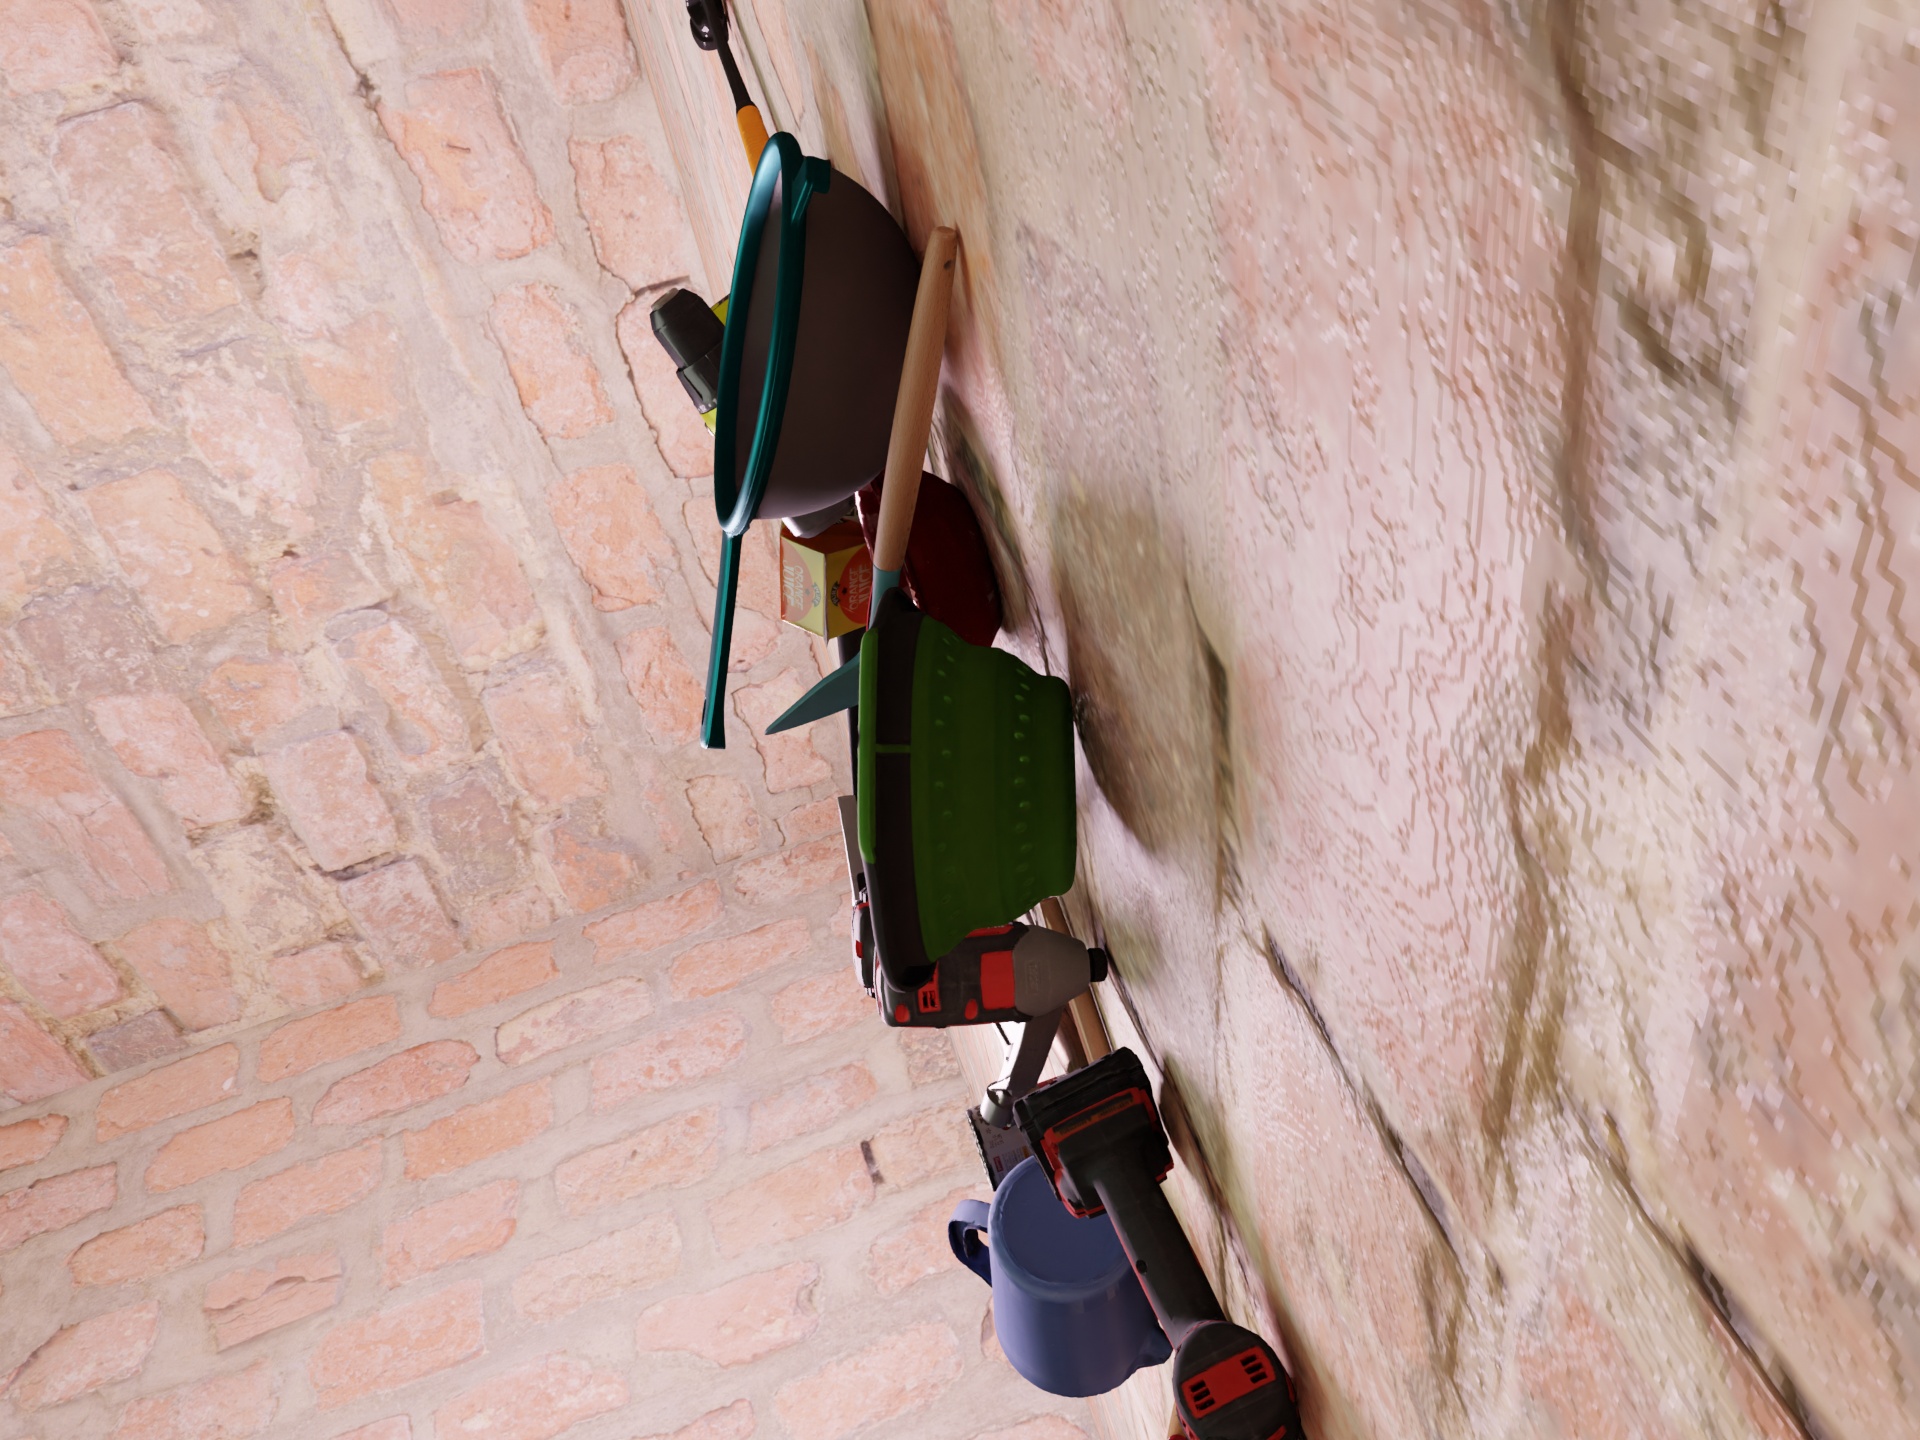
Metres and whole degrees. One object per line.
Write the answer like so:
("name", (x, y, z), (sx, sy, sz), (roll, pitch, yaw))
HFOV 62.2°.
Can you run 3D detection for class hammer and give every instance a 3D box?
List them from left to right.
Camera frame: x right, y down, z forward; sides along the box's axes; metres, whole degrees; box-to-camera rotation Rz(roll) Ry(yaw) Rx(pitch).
("hammer", (-0.155, -0.445, 1.231), (0.127, 0.034, 0.337), (96, 155, -77))
("hammer", (-0.082, -0.021, 1.264), (0.146, 0.035, 0.335), (89, 175, -58))
("hammer", (-0.007, 0.157, 1.303), (0.359, 0.036, 0.149), (-124, 44, -54))
("hammer", (0.062, 0.221, 1.287), (0.331, 0.031, 0.130), (-132, 24, -73))

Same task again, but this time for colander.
("colander", (0.019, 0.053, 0.883), (0.397, 0.094, 0.205), (68, -159, -75))

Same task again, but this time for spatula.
("spatula", (-0.042, -0.108, 0.825), (0.044, 0.082, 0.317), (44, 138, 32))
("spatula", (0.109, 0.272, 1.086), (0.060, 0.018, 0.316), (-15, -93, -76))

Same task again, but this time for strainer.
("strainer", (-0.082, -0.141, 0.880), (0.211, 0.095, 0.340), (-124, 42, -66))

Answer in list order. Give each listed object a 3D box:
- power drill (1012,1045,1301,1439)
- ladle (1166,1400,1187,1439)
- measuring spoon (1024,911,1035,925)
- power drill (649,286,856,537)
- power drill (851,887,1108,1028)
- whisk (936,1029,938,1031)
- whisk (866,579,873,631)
("power drill", (0.121, 0.320, 0.899), (0.227, 0.080, 0.187), (61, 175, 38))
("ladle", (0.131, 0.421, 0.939), (0.069, 0.031, 0.315), (48, -173, 11))
("measuring spoon", (0.043, 0.115, 1.254), (0.034, 0.018, 0.124), (-125, 11, -67))
("power drill", (-0.150, -0.252, 1.181), (0.190, 0.080, 0.229), (52, -166, -22))
("power drill", (0.005, 0.154, 1.047), (0.220, 0.143, 0.078), (179, 88, -79))
("whisk", (-0.011, 0.163, 1.436), (0.070, 0.070, 0.284), (-118, 28, -56))
("whisk", (-0.038, -0.133, 1.049), (0.073, 0.073, 0.295), (-118, 19, -56))
